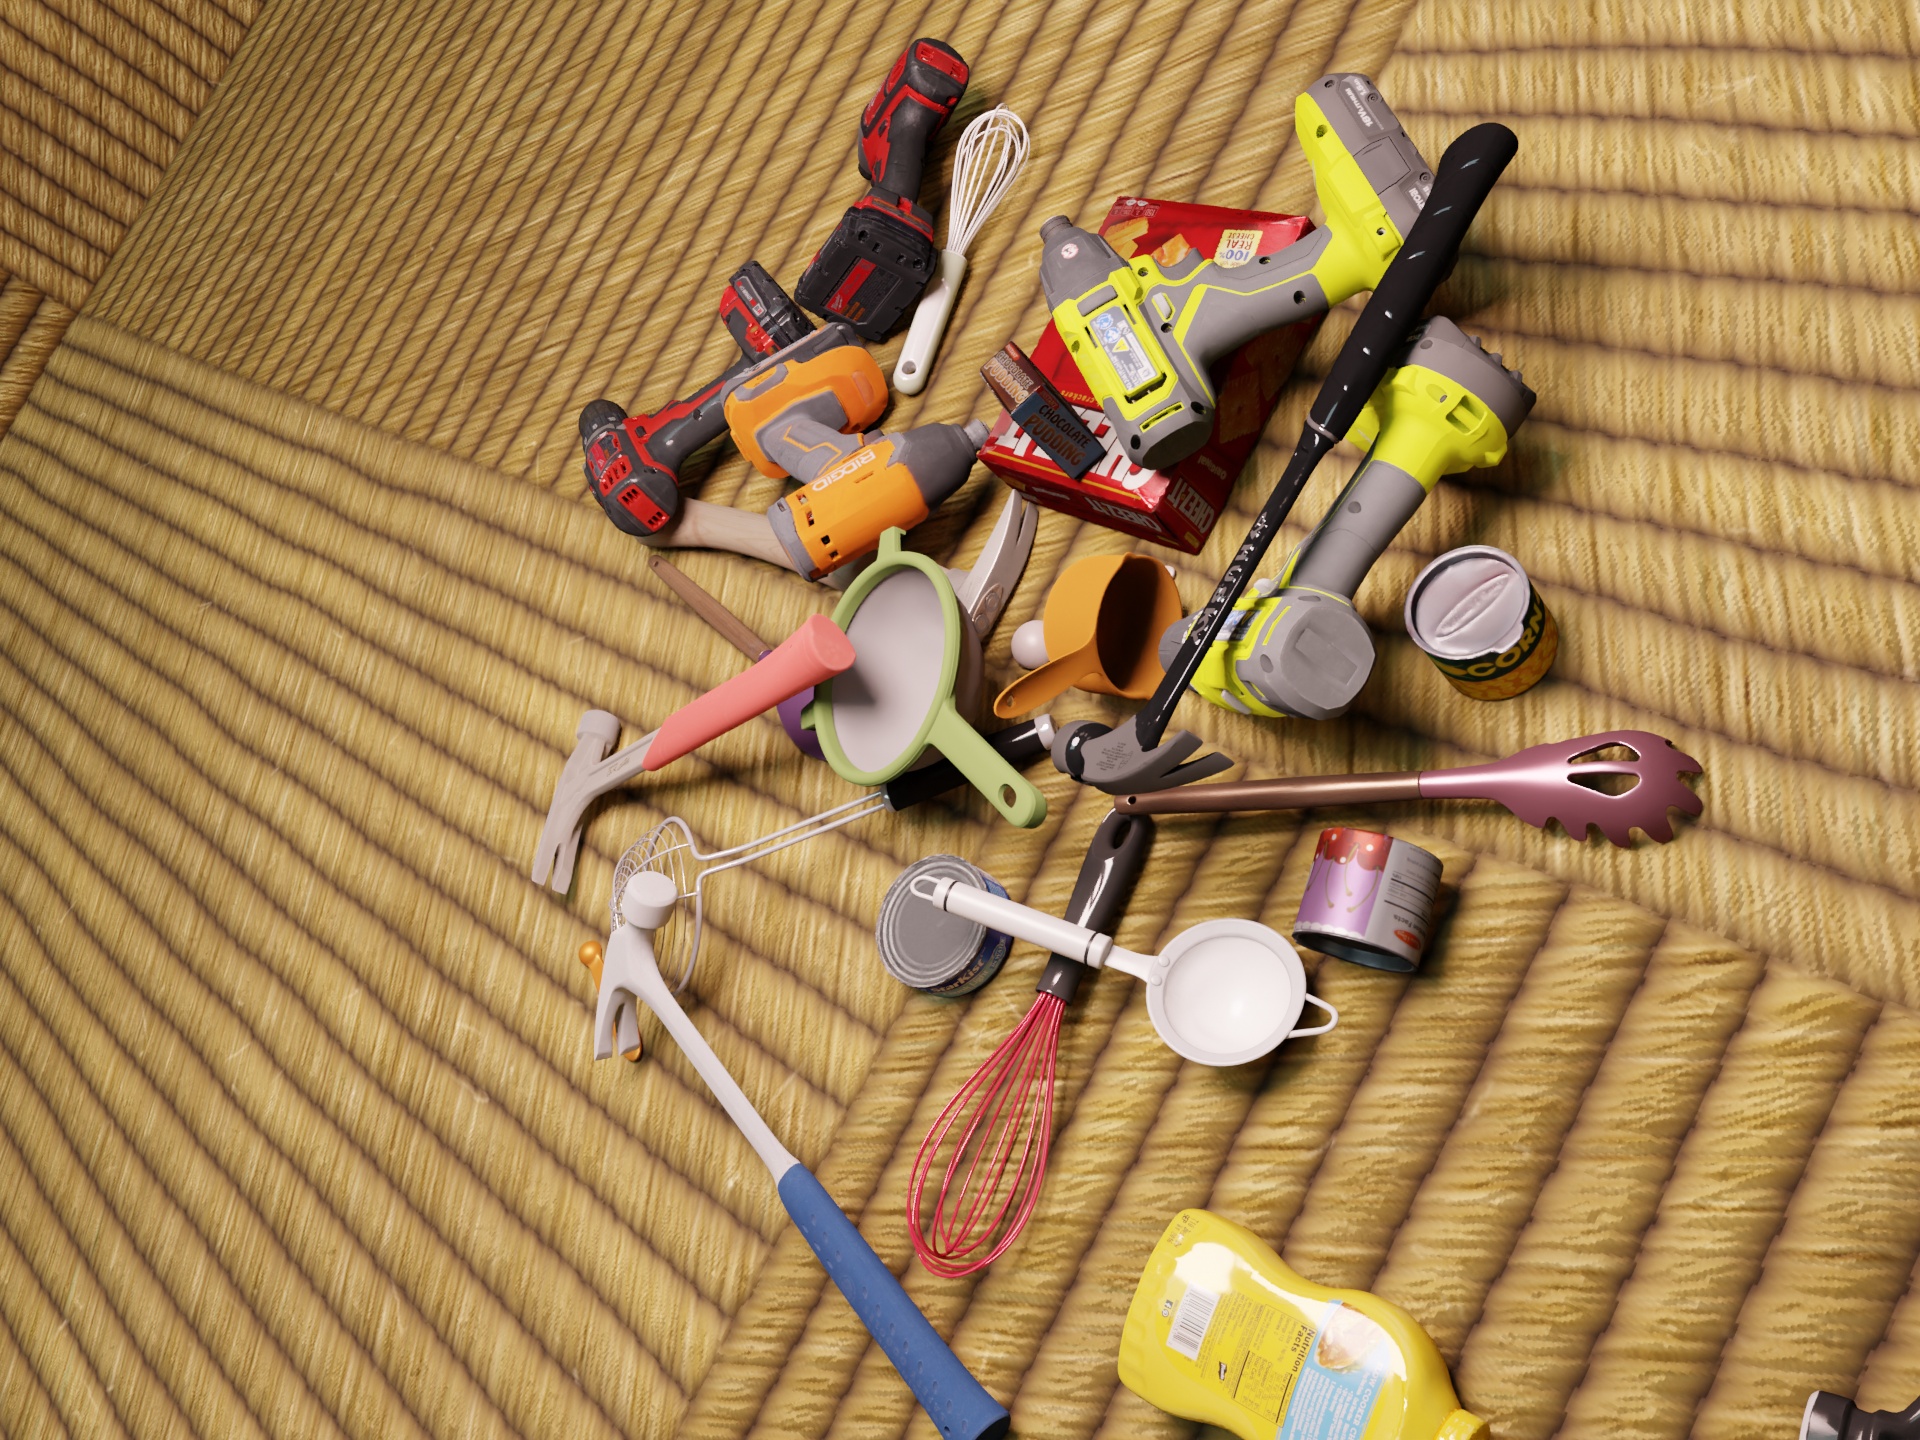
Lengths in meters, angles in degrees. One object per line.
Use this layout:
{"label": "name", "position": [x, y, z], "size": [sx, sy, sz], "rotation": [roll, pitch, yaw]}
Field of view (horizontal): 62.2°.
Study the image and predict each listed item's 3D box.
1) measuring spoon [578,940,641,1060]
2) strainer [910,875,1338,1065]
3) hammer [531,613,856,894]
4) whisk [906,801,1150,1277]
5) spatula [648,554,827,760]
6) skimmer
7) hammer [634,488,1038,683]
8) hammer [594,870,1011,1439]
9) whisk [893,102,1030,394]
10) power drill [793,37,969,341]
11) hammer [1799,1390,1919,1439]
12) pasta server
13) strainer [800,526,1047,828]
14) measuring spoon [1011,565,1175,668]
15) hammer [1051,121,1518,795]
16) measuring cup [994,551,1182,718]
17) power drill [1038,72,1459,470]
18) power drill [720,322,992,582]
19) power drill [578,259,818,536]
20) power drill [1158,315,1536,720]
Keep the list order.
{"label": "measuring spoon", "position": [-0.257, 0.203, 1.161], "size": [0.021, 0.011, 0.117], "rotation": [-45, 49, 10]}
{"label": "strainer", "position": [0.085, 0.131, 0.887], "size": [0.258, 0.050, 0.087], "rotation": [18, 63, 23]}
{"label": "hammer", "position": [-0.195, 0.015, 1.123], "size": [0.359, 0.036, 0.149], "rotation": [-25, 46, 46]}
{"label": "whisk", "position": [0.045, 0.178, 0.920], "size": [0.073, 0.073, 0.296], "rotation": [12, 69, 40]}
{"label": "spatula", "position": [-0.163, -0.057, 1.217], "size": [0.060, 0.018, 0.316], "rotation": [-54, 49, 3]}
{"label": "skimmer", "position": [-0.090, 0.083, 1.086], "size": [0.363, 0.090, 0.127], "rotation": [-22, 59, 14]}
{"label": "hammer", "position": [-0.119, -0.138, 1.214], "size": [0.411, 0.038, 0.146], "rotation": [21, 80, 42]}
{"label": "hammer", "position": [-0.110, 0.273, 0.963], "size": [0.406, 0.035, 0.144], "rotation": [44, 126, 33]}
{"label": "whisk", "position": [-0.003, -0.367, 1.237], "size": [0.058, 0.059, 0.246], "rotation": [17, 82, 13]}
{"label": "power drill", "position": [-0.060, -0.423, 1.270], "size": [0.143, 0.078, 0.220], "rotation": [-34, 40, 56]}
{"label": "hammer", "position": [0.439, 0.155, 0.648], "size": [0.127, 0.034, 0.337], "rotation": [6, 72, 39]}
{"label": "pasta server", "position": [0.227, 0.039, 0.861], "size": [0.316, 0.040, 0.060], "rotation": [-6, 65, 35]}
{"label": "strainer", "position": [-0.002, -0.003, 0.977], "size": [0.257, 0.069, 0.151], "rotation": [44, 114, 48]}
{"label": "measuring spoon", "position": [0.084, -0.072, 1.040], "size": [0.124, 0.018, 0.034], "rotation": [-28, 54, 22]}
{"label": "hammer", "position": [0.182, -0.138, 0.830], "size": [0.409, 0.036, 0.149], "rotation": [-59, 17, -5]}
{"label": "measuring cup", "position": [0.063, -0.042, 0.955], "size": [0.052, 0.095, 0.173], "rotation": [9, 30, 45]}
{"label": "power drill", "position": [0.164, -0.276, 0.950], "size": [0.223, 0.080, 0.171], "rotation": [-29, 73, 11]}
{"label": "power drill", "position": [-0.078, -0.204, 1.154], "size": [0.164, 0.084, 0.227], "rotation": [-30, 40, -1]}
{"label": "power drill", "position": [-0.222, -0.269, 1.309], "size": [0.226, 0.080, 0.188], "rotation": [-41, 41, 6]}
{"label": "power drill", "position": [0.204, -0.104, 0.899], "size": [0.228, 0.080, 0.190], "rotation": [-56, 14, -5]}
